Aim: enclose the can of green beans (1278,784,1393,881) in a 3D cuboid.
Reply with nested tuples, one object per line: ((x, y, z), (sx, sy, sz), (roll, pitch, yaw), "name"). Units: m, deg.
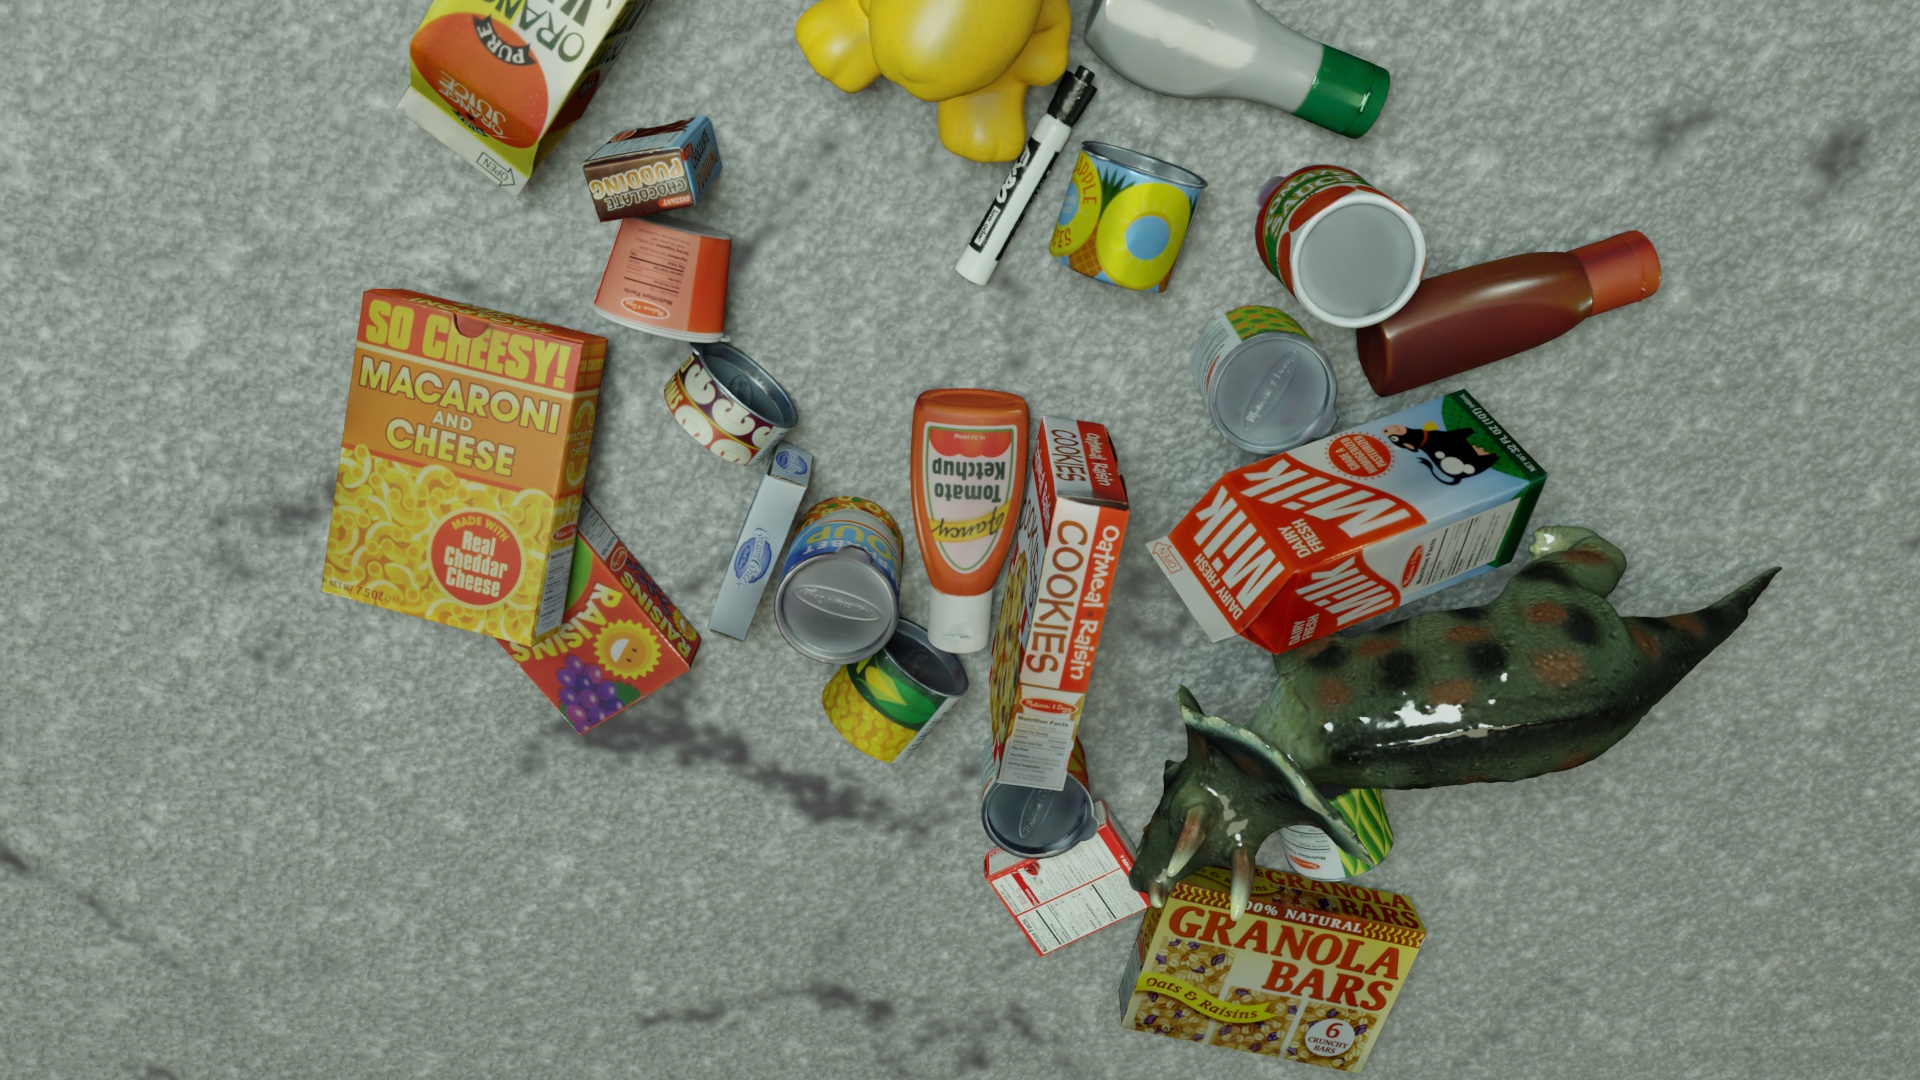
((0.223, 0.162, 0.842), (0.071, 0.071, 0.057), (-17, 112, 8), "can of green beans")

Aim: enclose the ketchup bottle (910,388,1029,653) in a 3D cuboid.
((0.003, -0.010, 0.780), (0.065, 0.044, 0.148), (3, 114, -1), "ketchup bottle")

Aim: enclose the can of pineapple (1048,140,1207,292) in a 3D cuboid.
((0.082, -0.163, 0.700), (0.071, 0.071, 0.057), (15, 113, -6), "can of pineapple")

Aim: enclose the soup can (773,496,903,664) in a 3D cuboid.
((-0.064, 0.018, 0.770), (0.071, 0.084, 0.071), (0, 114, 0), "soup can")

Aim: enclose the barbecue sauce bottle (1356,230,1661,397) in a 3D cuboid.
((0.285, -0.122, 0.725), (0.148, 0.044, 0.064), (-18, 150, 2), "barbecue sauce bottle")

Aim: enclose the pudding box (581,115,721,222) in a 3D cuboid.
((-0.150, -0.184, 0.683), (0.050, 0.084, 0.030), (-10, 116, 4), "pudding box")

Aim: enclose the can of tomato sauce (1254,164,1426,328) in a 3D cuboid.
((0.188, -0.150, 0.696), (0.071, 0.083, 0.071), (0, 114, 0), "can of tomato sauce")

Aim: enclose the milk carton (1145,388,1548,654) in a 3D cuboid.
((0.196, -0.005, 0.722), (0.191, 0.072, 0.073), (-20, 142, -14), "milk carton")

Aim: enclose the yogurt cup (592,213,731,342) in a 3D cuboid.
((-0.150, -0.137, 0.715), (0.072, 0.072, 0.053), (14, 105, -6), "yogurt cup")

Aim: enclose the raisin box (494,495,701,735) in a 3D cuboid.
((-0.223, 0.041, 0.806), (0.086, 0.040, 0.123), (-32, 108, 12), "raisin box")

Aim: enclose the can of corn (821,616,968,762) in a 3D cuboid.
((-0.041, 0.085, 0.810), (0.071, 0.071, 0.058), (34, 110, -14), "can of corn")

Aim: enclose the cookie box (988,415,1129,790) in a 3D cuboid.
((0.051, 0.031, 0.754), (0.040, 0.123, 0.166), (9, 113, -5), "cookie box")

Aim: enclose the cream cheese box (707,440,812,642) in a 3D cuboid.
((-0.112, 0.000, 0.779), (0.024, 0.053, 0.103), (20, 112, -11), "cream cheese box")

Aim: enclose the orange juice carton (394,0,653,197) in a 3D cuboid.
((-0.192, -0.260, 0.655), (0.072, 0.073, 0.192), (35, 110, -14), "orange juice carton")

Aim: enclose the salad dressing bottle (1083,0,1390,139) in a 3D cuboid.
((0.136, -0.239, 0.680), (0.148, 0.044, 0.064), (19, 111, -9), "salad dressing bottle")

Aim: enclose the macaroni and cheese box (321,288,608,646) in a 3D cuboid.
((-0.264, -0.040, 0.741), (0.124, 0.040, 0.166), (14, 101, 6), "macaroni and cheese box")

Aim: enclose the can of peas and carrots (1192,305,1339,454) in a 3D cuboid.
((0.162, -0.086, 0.738), (0.071, 0.059, 0.070), (0, 114, -1), "can of peas and carrots")

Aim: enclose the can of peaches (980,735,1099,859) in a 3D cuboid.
((0.047, 0.150, 0.841), (0.071, 0.058, 0.071), (0, 113, 0), "can of peaches")

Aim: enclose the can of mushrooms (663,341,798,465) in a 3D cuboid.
((-0.124, -0.074, 0.740), (0.071, 0.071, 0.033), (39, 110, -15), "can of mushrooms")

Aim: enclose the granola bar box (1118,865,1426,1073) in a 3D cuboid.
((0.199, 0.274, 0.905), (0.166, 0.039, 0.123), (13, 114, -5), "granola bar box")
